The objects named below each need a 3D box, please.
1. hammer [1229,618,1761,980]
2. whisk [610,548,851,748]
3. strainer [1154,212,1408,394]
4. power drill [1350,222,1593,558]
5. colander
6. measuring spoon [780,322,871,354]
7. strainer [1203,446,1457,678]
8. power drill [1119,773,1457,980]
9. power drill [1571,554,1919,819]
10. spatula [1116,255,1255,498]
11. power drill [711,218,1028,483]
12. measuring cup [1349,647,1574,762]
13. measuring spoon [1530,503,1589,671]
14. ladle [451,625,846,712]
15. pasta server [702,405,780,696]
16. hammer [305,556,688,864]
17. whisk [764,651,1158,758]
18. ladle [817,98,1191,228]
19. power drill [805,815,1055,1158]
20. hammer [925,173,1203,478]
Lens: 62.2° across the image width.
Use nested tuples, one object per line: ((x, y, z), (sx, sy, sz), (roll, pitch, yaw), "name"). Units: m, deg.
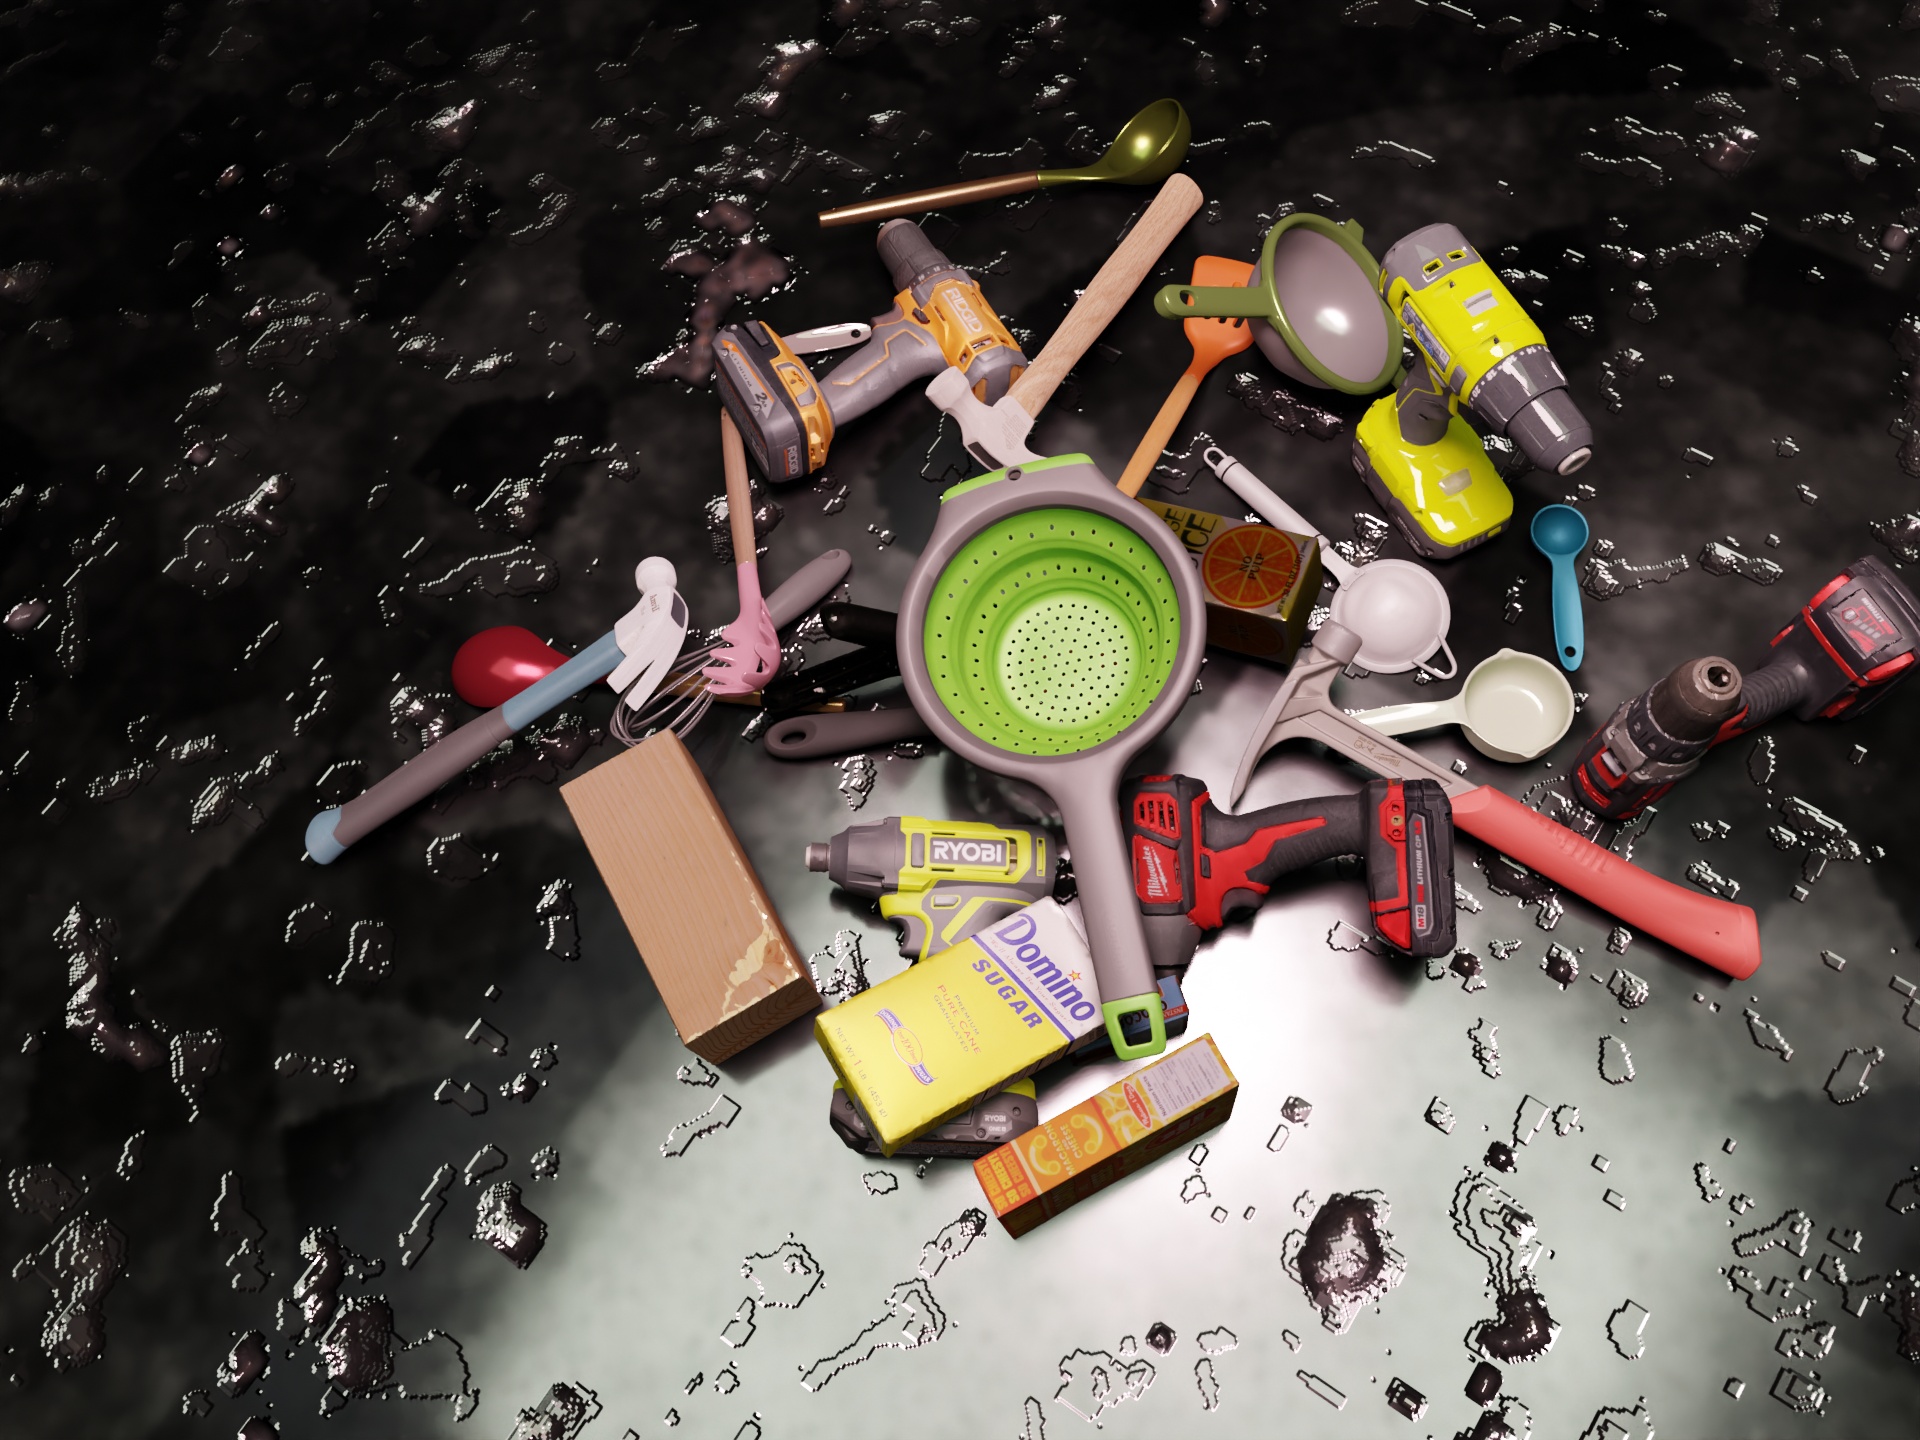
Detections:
((0.369, 0.080, 1.090), (0.359, 0.036, 0.149), (31, 99, 11), "hammer")
((-0.165, -0.057, 1.188), (0.055, 0.055, 0.239), (38, 62, 18), "whisk")
((0.230, -0.305, 1.212), (0.256, 0.069, 0.151), (-10, 80, -36), "strainer")
((0.355, -0.210, 1.116), (0.080, 0.228, 0.191), (-27, 68, -5), "power drill")
((0.081, 0.026, 1.052), (0.204, 0.094, 0.397), (-14, 73, 9), "colander")
((-0.133, -0.310, 1.324), (0.124, 0.018, 0.034), (-13, 76, -7), "measuring spoon")
((0.272, -0.125, 1.195), (0.087, 0.050, 0.259), (-45, 67, 3), "strainer")
((0.217, 0.106, 1.071), (0.220, 0.078, 0.143), (-2, 91, 15), "power drill")
((0.528, -0.024, 1.052), (0.226, 0.187, 0.080), (-25, 69, -9), "power drill")
((0.170, -0.255, 1.225), (0.081, 0.041, 0.323), (20, 50, 13), "spatula")
((-0.084, -0.304, 1.274), (0.226, 0.084, 0.185), (-25, 68, -14), "power drill")
((0.350, 0.000, 1.139), (0.167, 0.038, 0.083), (-9, 69, 7), "measuring cup")
((0.446, -0.097, 1.181), (0.042, 0.021, 0.129), (-1, 77, 4), "measuring spoon")
((-0.242, -0.029, 1.213), (0.315, 0.031, 0.069), (7, 70, 7), "ladle")
((-0.169, -0.137, 1.201), (0.060, 0.040, 0.317), (-35, 46, 26), "pasta server")
((-0.340, 0.004, 1.165), (0.331, 0.033, 0.128), (-32, 38, 7), "hammer")
((-0.002, -0.004, 1.165), (0.296, 0.073, 0.073), (-8, 68, 9), "whisk")
((0.037, -0.457, 1.325), (0.320, 0.062, 0.078), (-12, 42, -5), "ladle")
((-0.024, 0.175, 1.074), (0.171, 0.080, 0.223), (3, 66, -4), "power drill")
((0.105, -0.321, 1.268), (0.130, 0.031, 0.331), (46, 64, -22), "hammer")
